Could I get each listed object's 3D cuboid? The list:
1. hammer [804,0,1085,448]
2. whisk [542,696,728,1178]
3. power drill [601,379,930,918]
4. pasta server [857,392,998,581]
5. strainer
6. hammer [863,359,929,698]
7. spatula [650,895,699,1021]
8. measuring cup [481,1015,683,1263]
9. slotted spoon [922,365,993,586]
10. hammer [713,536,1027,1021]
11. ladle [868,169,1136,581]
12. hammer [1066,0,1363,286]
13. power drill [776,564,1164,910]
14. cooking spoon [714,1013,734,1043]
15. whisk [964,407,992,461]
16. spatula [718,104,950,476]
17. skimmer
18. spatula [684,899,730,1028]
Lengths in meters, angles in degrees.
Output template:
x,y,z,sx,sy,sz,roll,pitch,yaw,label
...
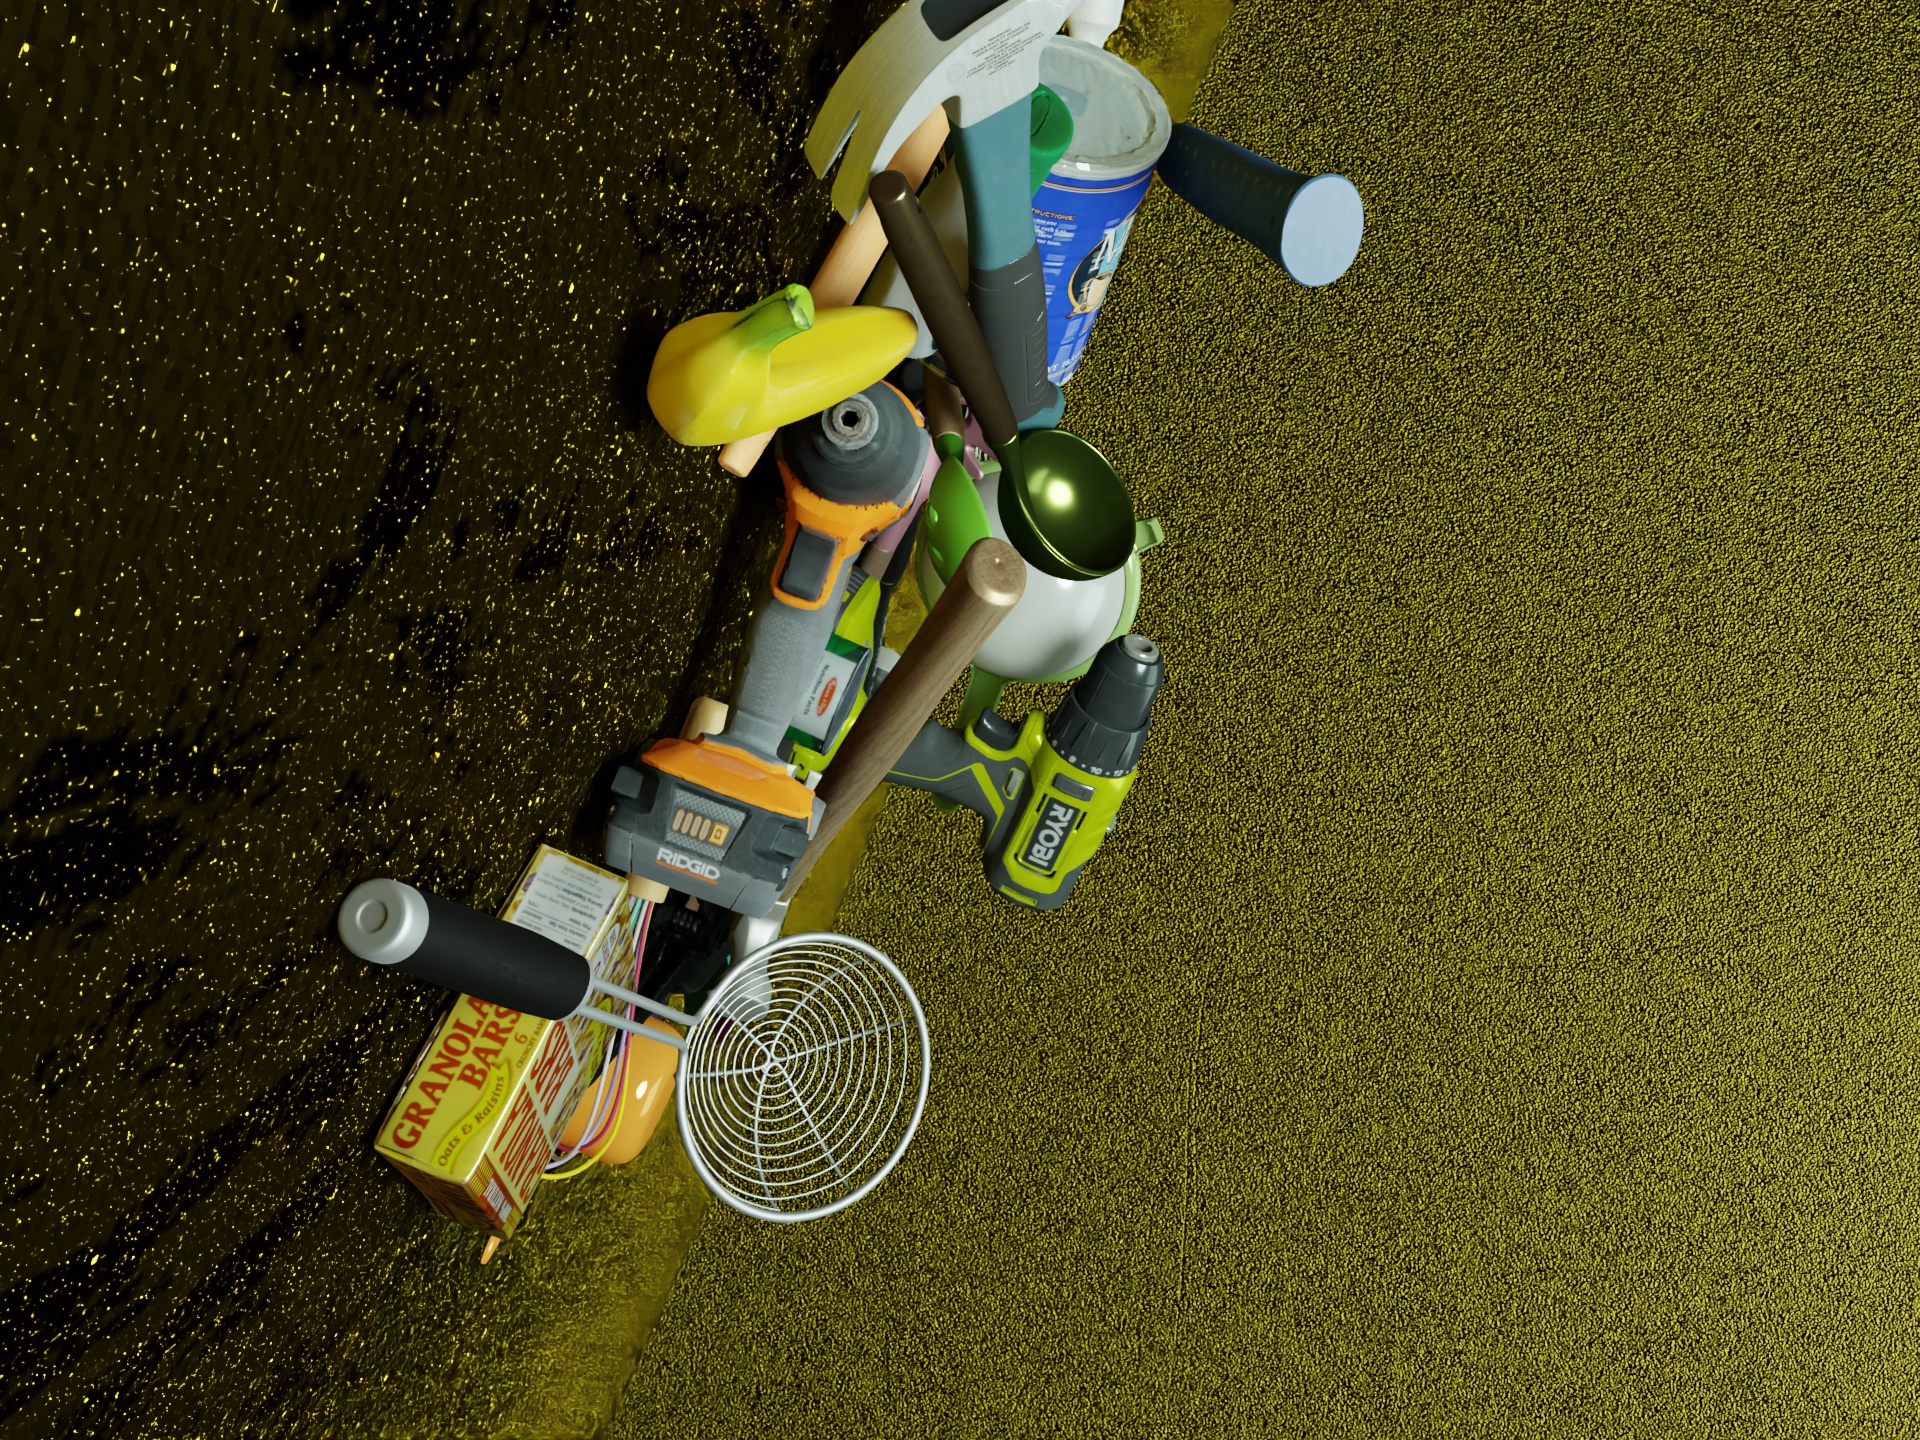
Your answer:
x,y,z,sx,sy,sz,roll,pitch,yaw,label
0.019,-0.185,0.638,0.128,0.033,0.331,-28,167,-2,hammer
-0.159,0.106,0.772,0.051,0.047,0.245,26,85,-80,whisk
-0.075,-0.037,0.671,0.164,0.084,0.226,174,-63,-87,power drill
-0.057,-0.086,1.000,0.316,0.060,0.040,-58,-146,37,pasta server
0.016,-0.040,1.010,0.069,0.151,0.256,-44,156,-60,strainer
-0.053,-0.094,1.104,0.408,0.036,0.149,106,1,-56,hammer
-0.187,0.155,1.003,0.060,0.018,0.315,-54,170,-51,spatula
-0.208,0.240,0.899,0.174,0.052,0.095,-67,180,-48,measuring cup
-0.007,-0.149,0.817,0.314,0.031,0.070,-96,179,-56,slotted spoon
-0.051,0.022,0.764,0.331,0.031,0.130,127,-24,-48,hammer
0.023,-0.133,0.651,0.320,0.062,0.078,48,30,-71,ladle
0.102,-0.278,0.791,0.406,0.035,0.144,-111,-152,-59,hammer
-0.002,-0.003,0.960,0.080,0.228,0.190,-63,177,-56,power drill
-0.136,0.116,1.092,0.068,0.017,0.319,-55,-167,20,cooking spoon
0.017,-0.197,1.016,0.070,0.070,0.284,-63,160,-59,whisk
-0.020,-0.242,0.632,0.322,0.041,0.081,-62,178,-7,spatula
-0.094,0.116,0.584,0.363,0.090,0.127,58,51,-68,skimmer
-0.129,0.061,1.090,0.082,0.044,0.318,-50,-168,47,spatula
